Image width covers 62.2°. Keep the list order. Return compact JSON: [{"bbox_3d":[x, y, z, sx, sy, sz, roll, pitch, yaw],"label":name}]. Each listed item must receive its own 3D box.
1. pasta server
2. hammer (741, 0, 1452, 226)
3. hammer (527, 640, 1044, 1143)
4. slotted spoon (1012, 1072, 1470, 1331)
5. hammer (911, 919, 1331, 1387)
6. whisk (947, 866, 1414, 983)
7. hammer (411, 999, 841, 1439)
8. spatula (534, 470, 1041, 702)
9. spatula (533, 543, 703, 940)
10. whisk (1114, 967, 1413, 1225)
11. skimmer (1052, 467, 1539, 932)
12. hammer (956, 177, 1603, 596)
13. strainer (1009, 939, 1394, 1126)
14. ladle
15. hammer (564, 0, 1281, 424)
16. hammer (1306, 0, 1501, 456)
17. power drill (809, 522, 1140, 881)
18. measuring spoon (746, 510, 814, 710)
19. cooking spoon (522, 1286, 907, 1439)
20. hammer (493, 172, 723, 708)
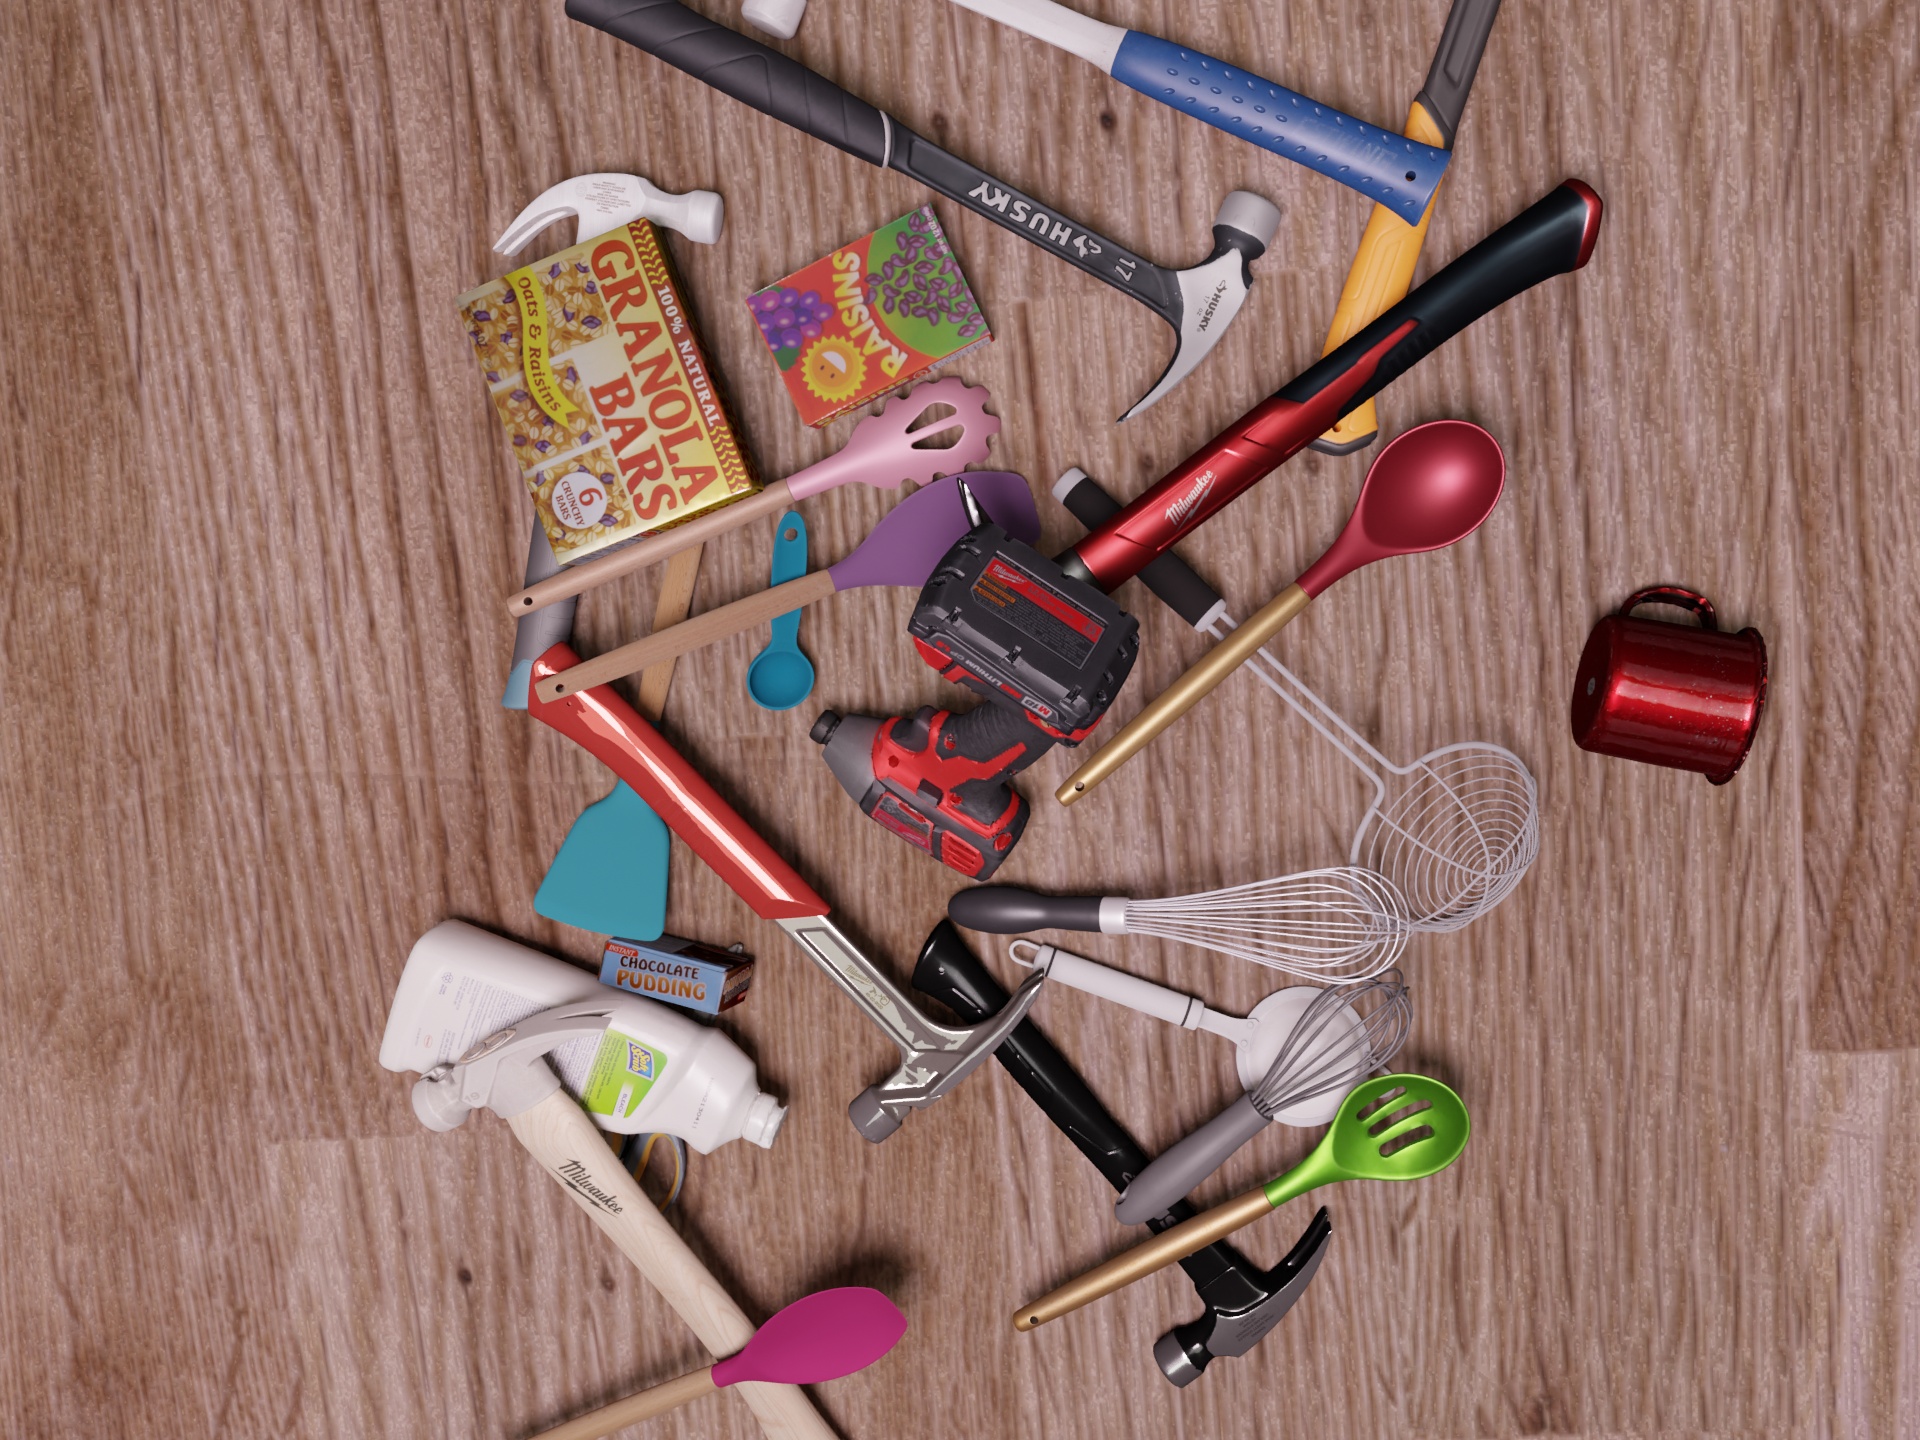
[{"bbox_3d":[-0.126,-0.128,0.956,0.316,0.040,0.060,-22,96,5],"label":"pasta server"},{"bbox_3d":[0.082,-0.385,0.892,0.405,0.035,0.144,26,99,7],"label":"hammer"},{"bbox_3d":[-0.118,0.084,0.962,0.149,0.037,0.359,-43,94,7],"label":"hammer"},{"bbox_3d":[0.166,0.302,0.977,0.314,0.031,0.070,-31,95,12],"label":"slotted spoon"},{"bbox_3d":[0.090,0.259,1.009,0.146,0.035,0.335,-40,93,10],"label":"hammer"},{"bbox_3d":[0.125,0.118,0.952,0.284,0.070,0.070,0,99,22],"label":"whisk"},{"bbox_3d":[-0.165,0.353,1.000,0.146,0.038,0.410,-27,108,19],"label":"hammer"},{"bbox_3d":[-0.101,-0.076,0.945,0.316,0.018,0.059,-23,108,-8],"label":"spatula"},{"bbox_3d":[-0.189,-0.024,0.985,0.082,0.044,0.317,14,98,-1],"label":"spatula"},{"bbox_3d":[0.177,0.229,0.950,0.055,0.055,0.239,44,109,-3],"label":"whisk"},{"bbox_3d":[0.195,-0.019,0.961,0.363,0.090,0.127,44,96,8],"label":"skimmer"},{"bbox_3d":[0.183,-0.185,0.887,0.386,0.038,0.143,-37,105,3],"label":"hammer"},{"bbox_3d":[0.152,0.187,0.991,0.258,0.050,0.087,19,84,5],"label":"strainer"},{"bbox_3d":[0.176,-0.055,0.907,0.315,0.031,0.069,-41,93,5],"label":"ladle"},{"bbox_3d":[-0.028,-0.312,0.893,0.409,0.036,0.149,26,89,-7],"label":"hammer"},{"bbox_3d":[0.254,-0.318,0.908,0.127,0.034,0.337,17,100,1],"label":"hammer"},{"bbox_3d":[-0.001,-0.003,0.908,0.143,0.079,0.219,33,141,0],"label":"power drill"},{"bbox_3d":[-0.108,-0.068,0.970,0.042,0.021,0.128,0,114,-17],"label":"measuring spoon"},{"bbox_3d":[-0.173,0.420,1.001,0.319,0.017,0.068,-28,114,18],"label":"cooking spoon"},{"bbox_3d":[-0.235,-0.165,0.973,0.128,0.033,0.331,12,99,2],"label":"hammer"}]
